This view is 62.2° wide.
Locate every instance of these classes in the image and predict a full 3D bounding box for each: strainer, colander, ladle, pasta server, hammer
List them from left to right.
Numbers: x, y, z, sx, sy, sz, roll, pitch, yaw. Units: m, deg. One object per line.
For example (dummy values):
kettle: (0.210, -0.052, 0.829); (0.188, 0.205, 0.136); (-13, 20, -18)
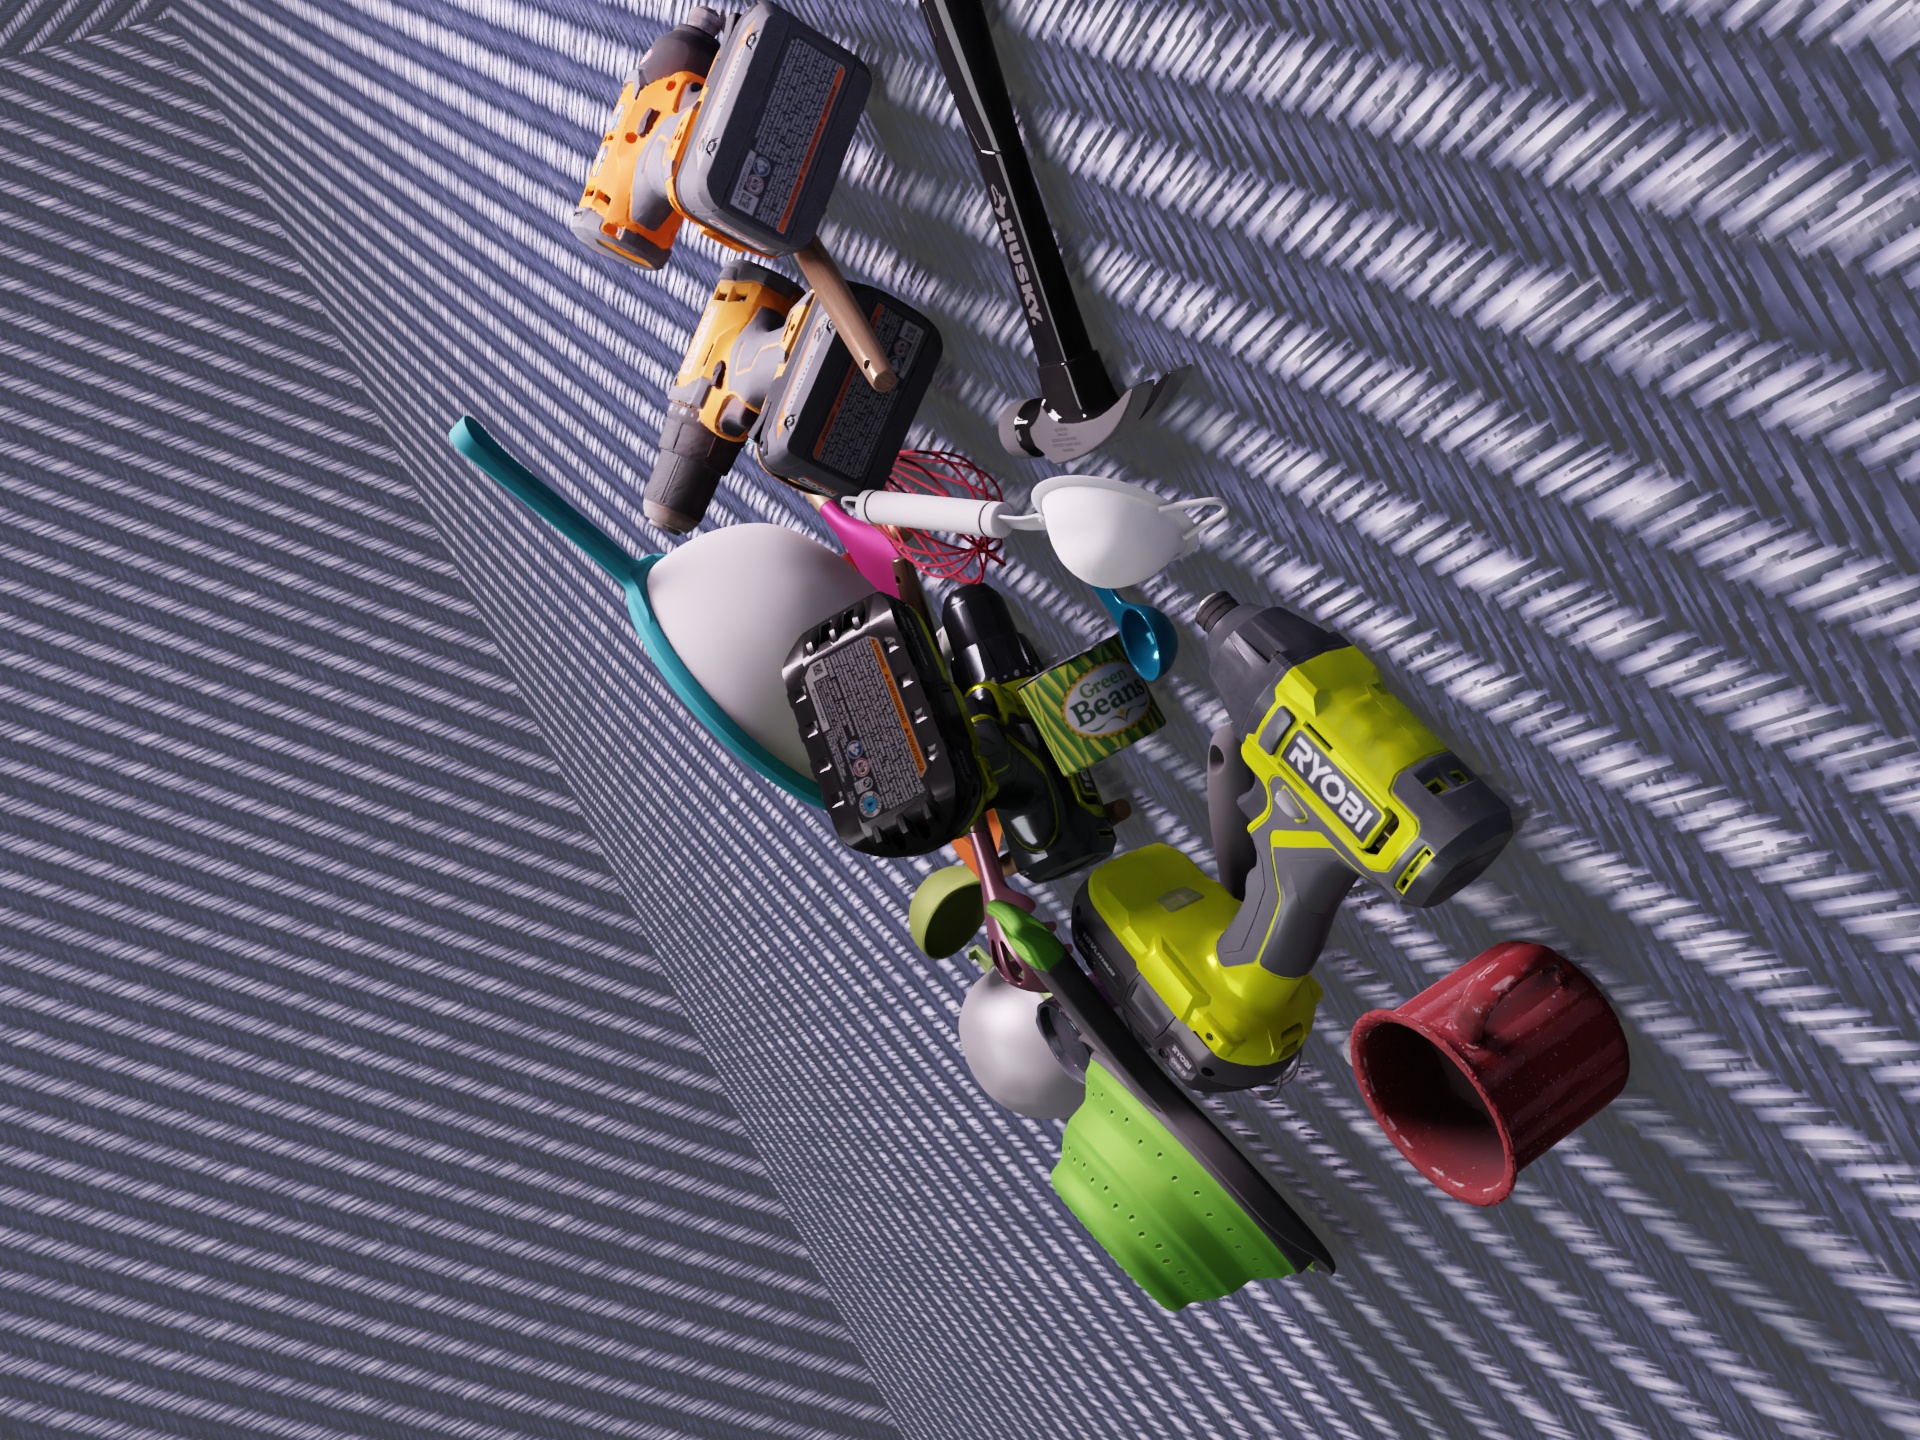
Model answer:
strainer: (-0.138, -0.087, 0.945); (0.340, 0.095, 0.211); (41, -163, -27)
pasta server: (0.010, 0.042, 1.038); (0.060, 0.040, 0.316); (1, 111, 50)
hammer: (0.016, -0.285, 0.753); (0.146, 0.035, 0.334); (13, 126, 63)
strainer: (0.025, -0.102, 0.833); (0.259, 0.050, 0.086); (13, 165, 43)
ladle: (0.043, 0.109, 1.110); (0.062, 0.078, 0.320); (53, 151, -1)
strainer: (0.063, 0.261, 1.206); (0.151, 0.069, 0.256); (67, 159, -7)
colander: (0.086, 0.240, 0.921); (0.205, 0.094, 0.396); (39, 169, 48)

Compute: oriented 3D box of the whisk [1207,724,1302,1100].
whisk: (0.156, 0.109, 0.868); (0.055, 0.055, 0.238); (31, 137, 53)

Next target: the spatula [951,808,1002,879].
spatula: (-0.074, 0.049, 1.204); (0.323, 0.041, 0.081); (13, 95, 42)

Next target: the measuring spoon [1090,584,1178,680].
measuring spoon: (0.085, -0.077, 0.864); (0.042, 0.021, 0.129); (96, 150, -55)

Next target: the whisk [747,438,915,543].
whisk: (-0.115, -0.190, 1.130); (0.245, 0.047, 0.051); (41, 113, 34)

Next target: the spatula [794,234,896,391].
spatula: (-0.091, -0.274, 0.911); (0.059, 0.018, 0.316); (-57, 40, 28)

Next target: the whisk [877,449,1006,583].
whisk: (-0.050, -0.161, 1.010); (0.296, 0.073, 0.073); (45, 152, 51)

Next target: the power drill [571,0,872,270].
power drill: (-0.144, -0.348, 0.927); (0.227, 0.084, 0.164); (23, 92, 55)

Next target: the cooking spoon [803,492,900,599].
cooking spoon: (-0.112, -0.175, 1.180); (0.319, 0.017, 0.068); (53, 154, 24)

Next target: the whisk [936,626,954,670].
whisk: (-0.041, -0.023, 1.160); (0.246, 0.059, 0.058); (141, 131, -63)

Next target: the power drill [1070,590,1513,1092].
power drill: (0.141, 0.060, 0.762); (0.171, 0.080, 0.223); (50, 139, 27)

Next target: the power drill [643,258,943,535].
power drill: (-0.121, -0.191, 0.992); (0.226, 0.084, 0.185); (27, 94, 54)

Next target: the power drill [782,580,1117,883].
power drill: (-0.001, -0.003, 0.908); (0.228, 0.080, 0.191); (9, -123, -63)
